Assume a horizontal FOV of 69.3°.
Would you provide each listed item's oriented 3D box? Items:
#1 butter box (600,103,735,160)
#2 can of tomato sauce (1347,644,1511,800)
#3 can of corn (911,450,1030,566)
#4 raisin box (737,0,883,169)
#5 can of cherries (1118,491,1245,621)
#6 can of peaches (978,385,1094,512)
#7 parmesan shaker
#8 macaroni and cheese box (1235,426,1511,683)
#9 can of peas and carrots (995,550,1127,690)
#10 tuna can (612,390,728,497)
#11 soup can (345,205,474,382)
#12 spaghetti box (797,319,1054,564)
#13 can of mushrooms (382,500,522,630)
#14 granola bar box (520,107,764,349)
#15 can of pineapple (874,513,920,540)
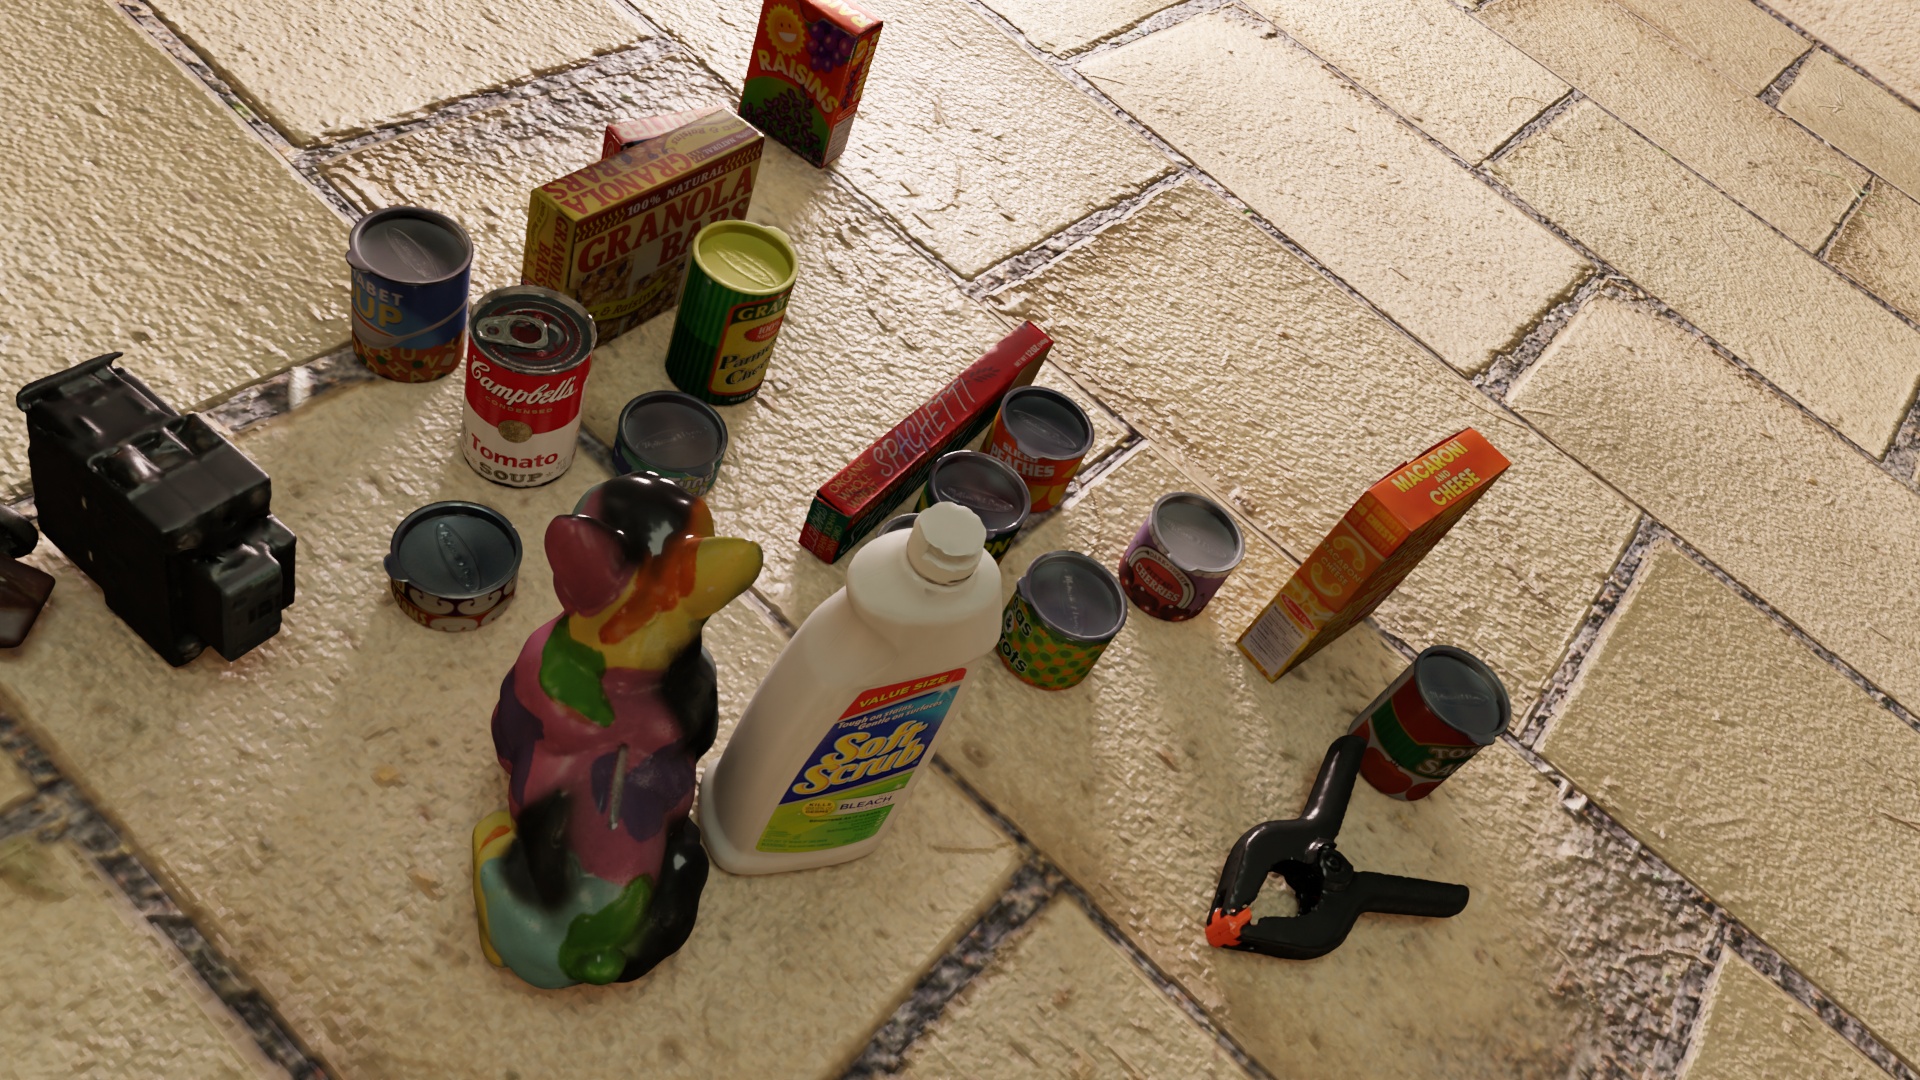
[{"bbox_3d":[-0.212,-0.282,1.009,0.104,0.052,0.024,-25,66,-37],"label":"butter box"},{"bbox_3d":[0.293,0.117,0.871,0.071,0.082,0.071,12,49,-14],"label":"can of tomato sauce"},{"bbox_3d":[0.003,-0.011,0.871,0.071,0.058,0.071,12,49,-14],"label":"can of corn"},{"bbox_3d":[-0.118,-0.363,1.069,0.086,0.122,0.040,36,47,8],"label":"raisin box"},{"bbox_3d":[0.143,0.012,0.911,0.071,0.058,0.072,12,49,-14],"label":"can of cherries"},{"bbox_3d":[0.047,-0.059,0.930,0.071,0.057,0.071,12,49,-14],"label":"can of peaches"},{"bbox_3d":[-0.145,-0.145,0.888,0.071,0.102,0.072,12,49,-14],"label":"parmesan shaker"},{"bbox_3d":[0.261,0.010,0.891,0.124,0.165,0.040,-26,66,-37],"label":"macaroni and cheese box"},{"bbox_3d":[0.058,0.049,0.844,0.071,0.058,0.071,12,49,-14],"label":"can of peas and carrots"},{"bbox_3d":[-0.176,-0.055,0.848,0.071,0.032,0.071,12,49,-14],"label":"tuna can"},{"bbox_3d":[-0.328,-0.144,0.822,0.071,0.083,0.072,12,49,-14],"label":"soup can"},{"bbox_3d":[-0.018,-0.070,0.917,0.029,0.050,0.251,37,48,9],"label":"spaghetti box"},{"bbox_3d":[-0.274,0.014,0.747,0.071,0.033,0.071,12,49,-14],"label":"can of mushrooms"},{"bbox_3d":[-0.204,-0.194,0.890,0.039,0.123,0.166,39,48,11],"label":"granola bar box"},{"bbox_3d":[-0.028,0.028,0.825,0.071,0.057,0.071,12,49,-14],"label":"can of pineapple"}]
